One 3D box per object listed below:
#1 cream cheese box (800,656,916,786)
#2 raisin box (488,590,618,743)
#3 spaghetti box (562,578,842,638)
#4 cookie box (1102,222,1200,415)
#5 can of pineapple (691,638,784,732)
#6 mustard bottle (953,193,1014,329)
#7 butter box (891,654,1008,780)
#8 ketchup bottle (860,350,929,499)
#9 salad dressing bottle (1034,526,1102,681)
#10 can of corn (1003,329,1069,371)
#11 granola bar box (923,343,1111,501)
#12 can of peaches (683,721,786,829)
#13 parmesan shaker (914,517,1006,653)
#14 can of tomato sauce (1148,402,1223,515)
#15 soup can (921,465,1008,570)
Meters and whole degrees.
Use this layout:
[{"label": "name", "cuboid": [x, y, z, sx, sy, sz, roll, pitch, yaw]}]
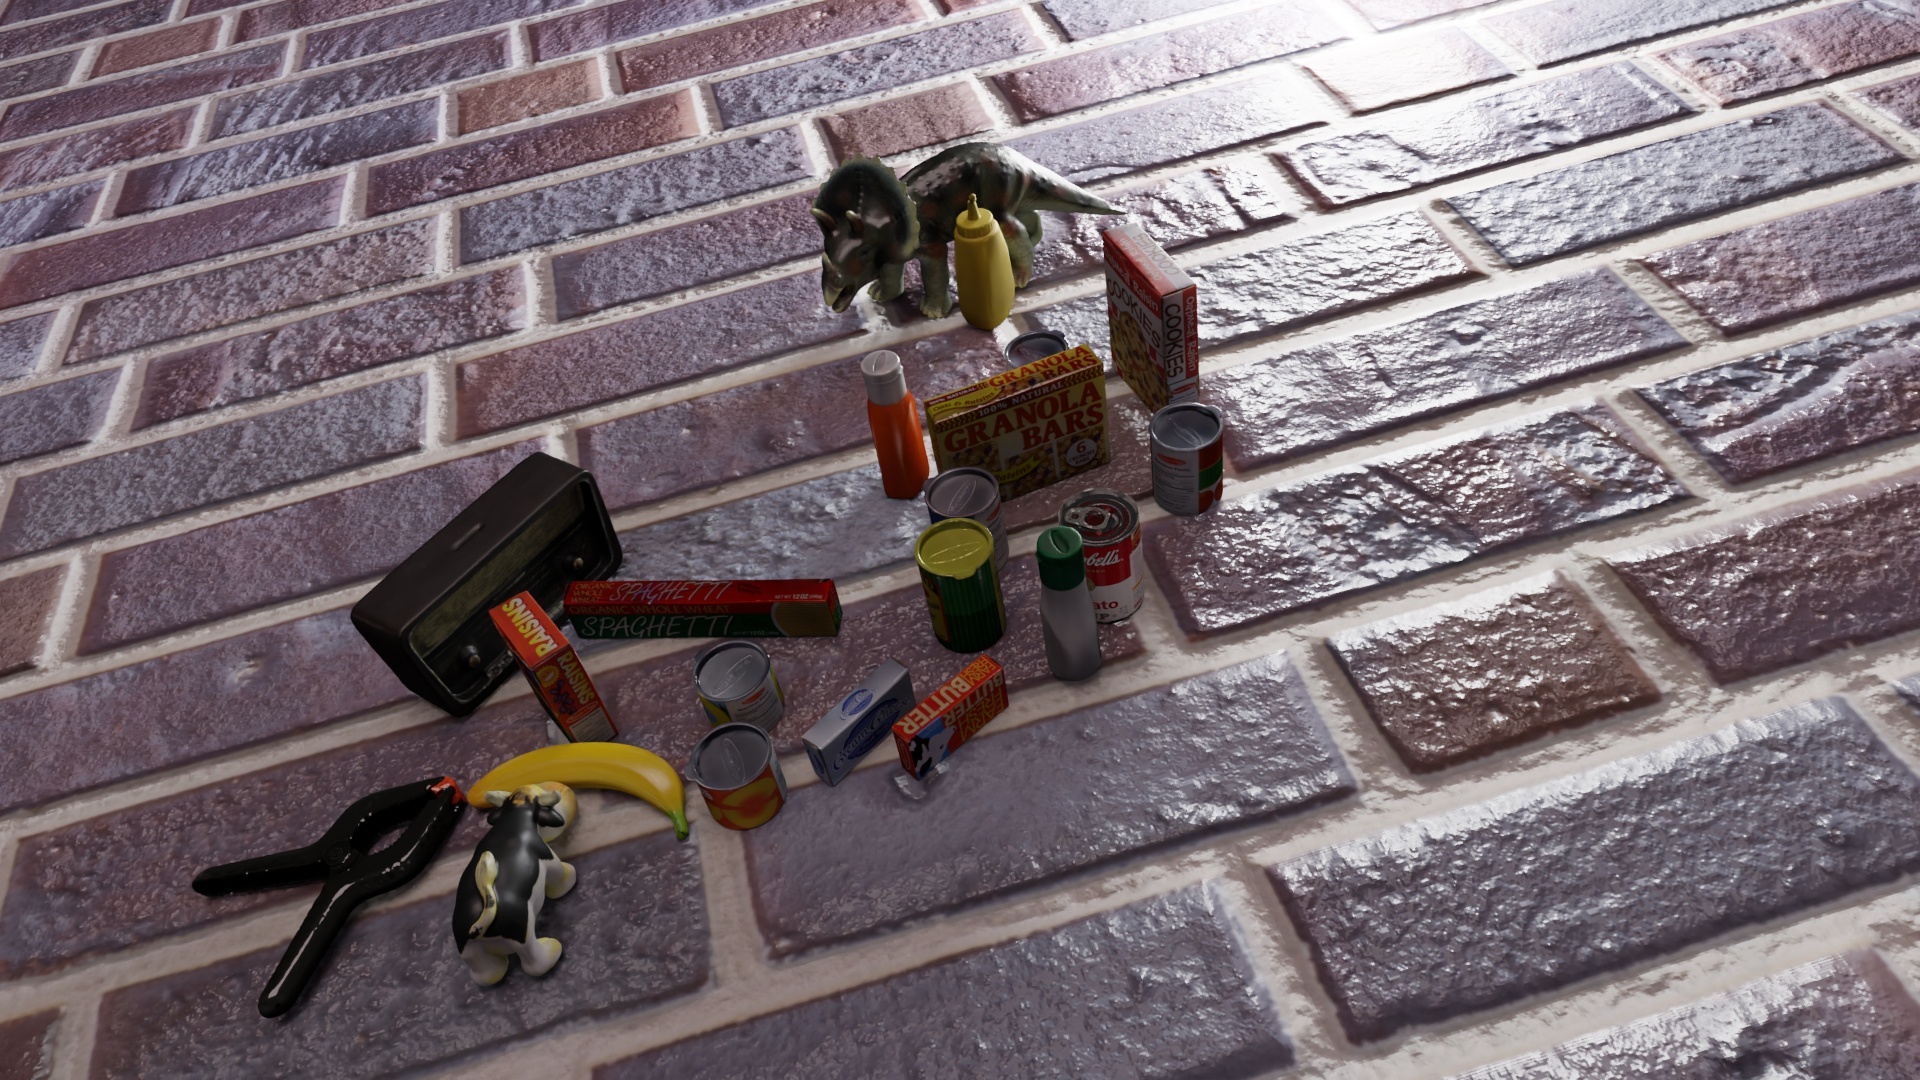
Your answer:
[{"label": "cream cheese box", "cuboid": [-0.080, 0.147, 1.129, 0.024, 0.053, 0.104, 30, 57, 33]}, {"label": "raisin box", "cuboid": [-0.341, 0.112, 1.164, 0.040, 0.122, 0.086, -33, 49, -21]}, {"label": "spaghetti box", "cuboid": [-0.232, 0.061, 1.245, 0.250, 0.050, 0.029, -1, 46, 10]}, {"label": "cookie box", "cuboid": [0.185, -0.206, 1.348, 0.040, 0.166, 0.123, -21, 46, -10]}, {"label": "can of pineapple", "cuboid": [-0.187, 0.125, 1.168, 0.071, 0.057, 0.071, -5, 45, 6]}, {"label": "mustard bottle", "cuboid": [0.022, -0.303, 1.480, 0.049, 0.159, 0.065, 16, 51, 25]}, {"label": "butter box", "cuboid": [-0.007, 0.142, 1.121, 0.104, 0.052, 0.024, -37, 50, -24]}, {"label": "ketchup bottle", "cuboid": [-0.062, -0.111, 1.314, 0.043, 0.148, 0.065, 3, 47, 14]}, {"label": "salad dressing bottle", "cuboid": [0.086, 0.052, 1.125, 0.044, 0.146, 0.064, -18, 45, -7]}, {"label": "can of corn", "cuboid": [0.082, -0.172, 1.410, 0.071, 0.058, 0.071, -5, 45, 6]}, {"label": "granola bar box", "cuboid": [0.055, -0.102, 1.300, 0.166, 0.123, 0.039, -21, 46, -9]}, {"label": "can of peaches", "cuboid": [-0.178, 0.188, 1.104, 0.071, 0.057, 0.071, -5, 45, 6]}, {"label": "parmesan shaker", "cuboid": [0.002, 0.042, 1.183, 0.071, 0.102, 0.072, -6, 45, 6]}, {"label": "can of tomato sauce", "cuboid": [0.209, -0.075, 1.273, 0.071, 0.082, 0.071, -5, 45, 6]}, {"label": "soup can", "cuboid": [0.004, -0.016, 1.253, 0.071, 0.083, 0.072, -5, 45, 6]}]
